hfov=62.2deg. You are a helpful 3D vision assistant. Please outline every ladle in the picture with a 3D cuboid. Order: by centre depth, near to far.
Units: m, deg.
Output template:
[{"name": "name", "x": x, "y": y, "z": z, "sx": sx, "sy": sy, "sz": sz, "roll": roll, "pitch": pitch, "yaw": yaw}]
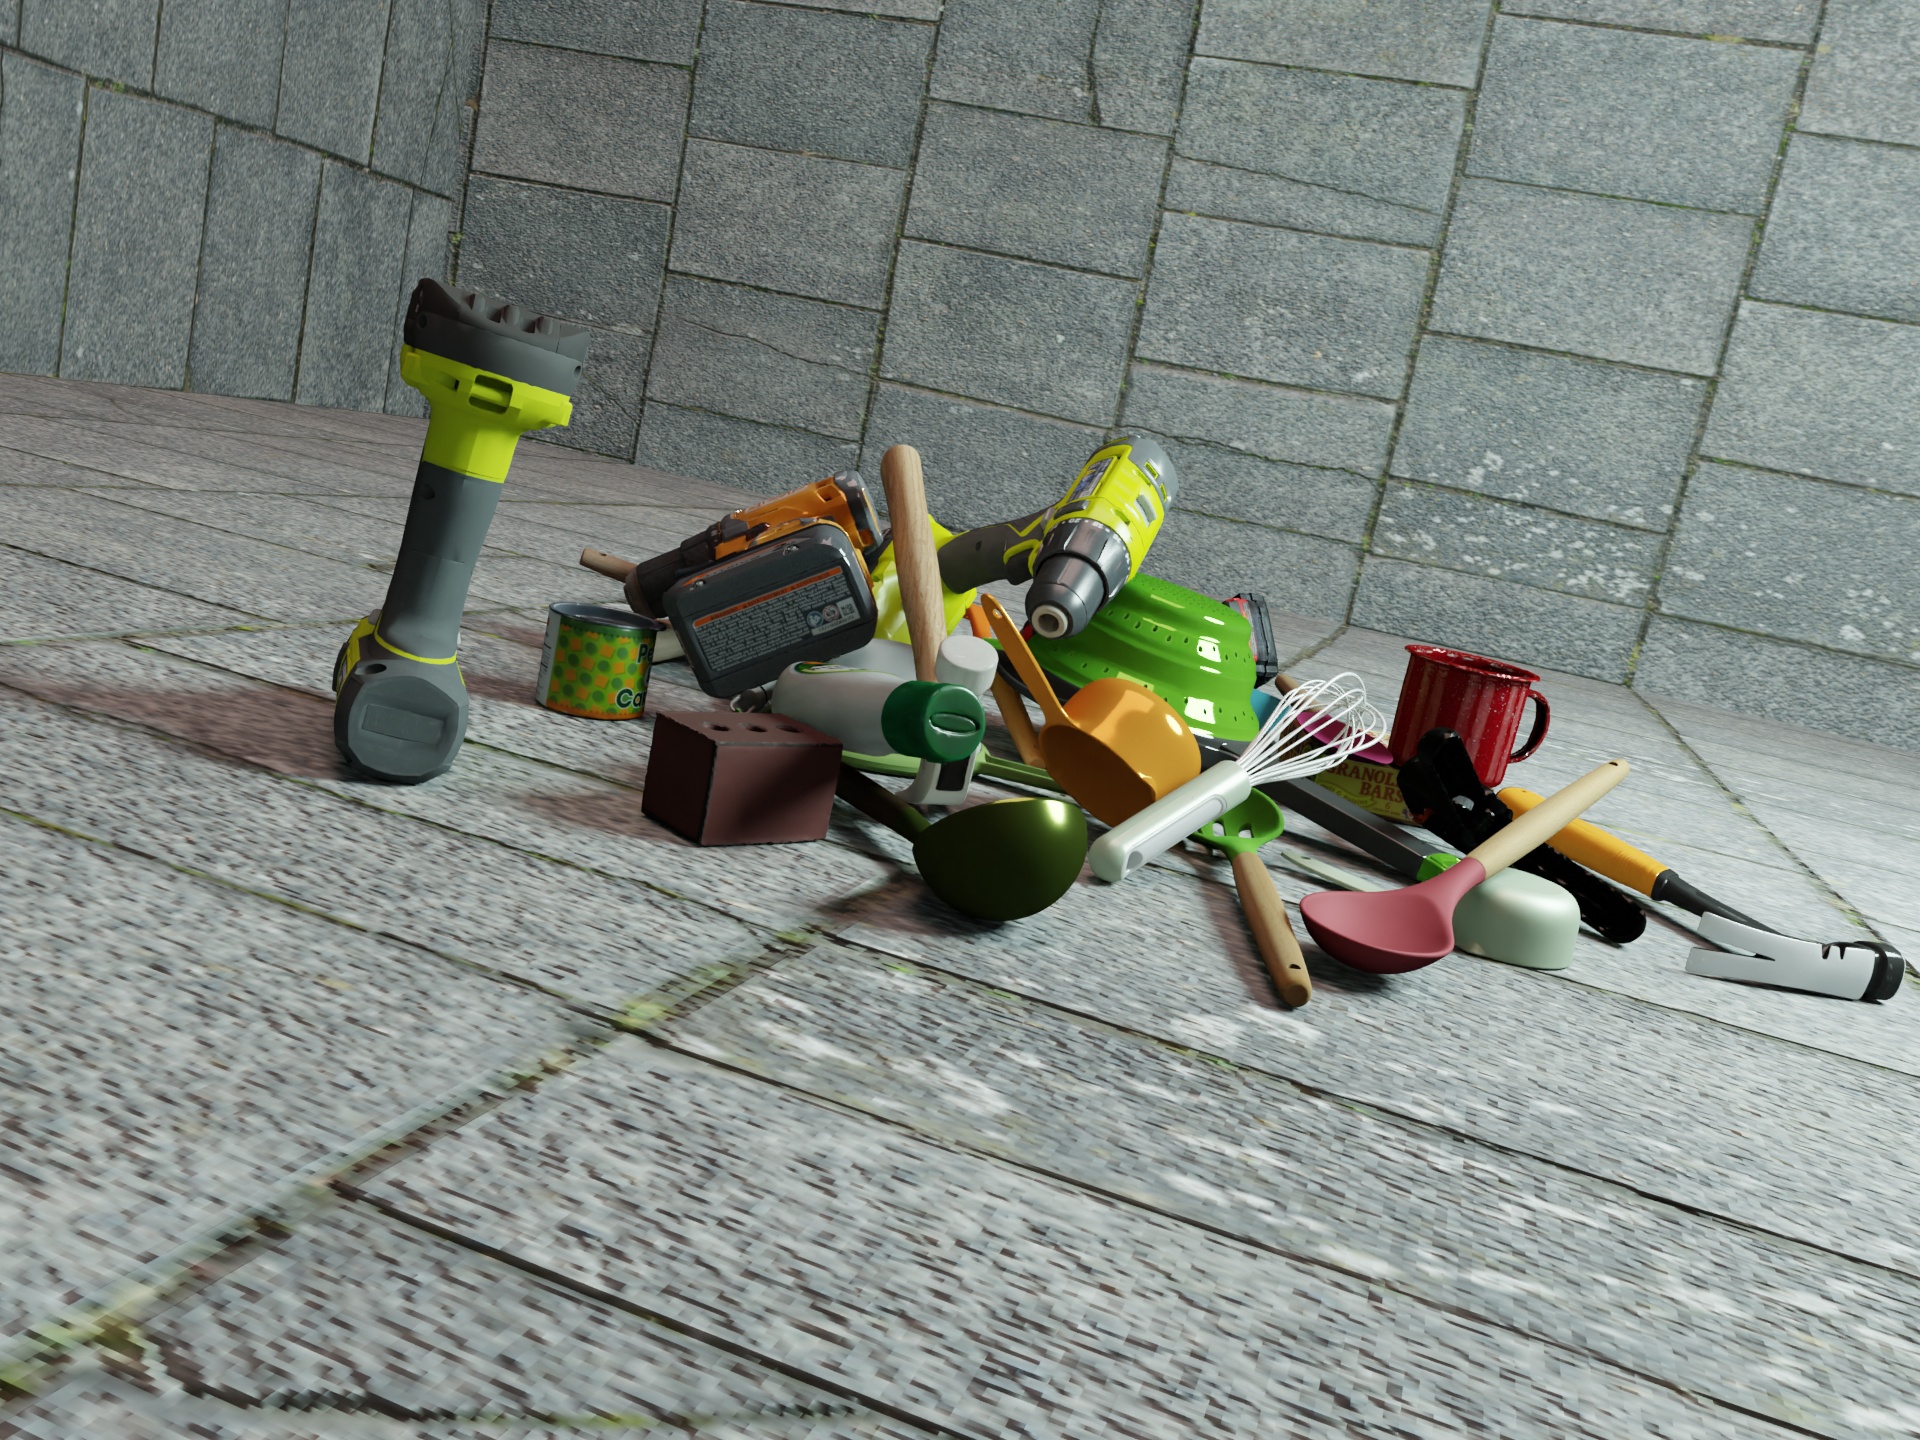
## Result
[{"name": "ladle", "x": -0.036, "y": 0.032, "z": 0.806, "sx": 0.078, "sy": 0.062, "sz": 0.320, "roll": 3, "pitch": 10, "yaw": -27}, {"name": "ladle", "x": 0.274, "y": 0.067, "z": 0.817, "sx": 0.069, "sy": 0.031, "sz": 0.315, "roll": 26, "pitch": 32, "yaw": 37}]

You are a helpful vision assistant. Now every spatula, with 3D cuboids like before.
[{"name": "spatula", "x": 0.019, "y": -0.037, "z": 1.173, "sx": 0.081, "sy": 0.041, "sz": 0.323, "roll": 19, "pitch": 22, "yaw": -19}, {"name": "spatula", "x": 0.193, "y": 0.014, "z": 1.185, "sx": 0.082, "sy": 0.044, "sz": 0.317, "roll": 20, "pitch": 13, "yaw": 11}]

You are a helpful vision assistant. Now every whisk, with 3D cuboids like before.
[{"name": "whisk", "x": 0.155, "y": 0.031, "z": 0.874, "sx": 0.059, "sy": 0.057, "sz": 0.246, "roll": 31, "pitch": 42, "yaw": 34}]

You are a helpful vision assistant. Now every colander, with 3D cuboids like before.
[{"name": "colander", "x": 0.186, "y": -0.012, "z": 1.039, "sx": 0.204, "sy": 0.094, "sz": 0.397, "roll": 6, "pitch": 19, "yaw": -47}]

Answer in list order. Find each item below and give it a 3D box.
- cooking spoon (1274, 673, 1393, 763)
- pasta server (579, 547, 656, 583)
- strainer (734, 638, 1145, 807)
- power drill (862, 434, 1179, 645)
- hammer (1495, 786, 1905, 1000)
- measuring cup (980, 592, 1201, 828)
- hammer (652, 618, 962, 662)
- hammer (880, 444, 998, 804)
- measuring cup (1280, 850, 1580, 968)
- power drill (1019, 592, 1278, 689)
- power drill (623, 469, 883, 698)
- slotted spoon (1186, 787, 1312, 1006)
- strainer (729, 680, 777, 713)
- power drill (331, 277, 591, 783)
[{"name": "cooking spoon", "x": 0.270, "y": -0.004, "z": 1.213, "sx": 0.069, "sy": 0.017, "sz": 0.319, "roll": 19, "pitch": 11, "yaw": -1}, {"name": "pasta server", "x": -0.127, "y": -0.073, "z": 1.184, "sx": 0.316, "sy": 0.040, "sz": 0.060, "roll": 20, "pitch": 19, "yaw": -16}, {"name": "strainer", "x": -0.002, "y": -0.003, "z": 0.990, "sx": 0.256, "sy": 0.069, "sz": 0.151, "roll": 14, "pitch": 10, "yaw": 21}, {"name": "power drill", "x": 0.024, "y": -0.098, "z": 1.073, "sx": 0.228, "sy": 0.080, "sz": 0.191, "roll": -16, "pitch": 29, "yaw": 36}, {"name": "hammer", "x": 0.430, "y": 0.098, "z": 1.020, "sx": 0.127, "sy": 0.034, "sz": 0.337, "roll": 10, "pitch": 10, "yaw": -12}, {"name": "measuring cup", "x": 0.072, "y": -0.015, "z": 0.885, "sx": 0.052, "sy": 0.173, "sz": 0.095, "roll": -44, "pitch": 24, "yaw": -23}, {"name": "hammer", "x": -0.160, "y": -0.072, "z": 1.289, "sx": 0.146, "sy": 0.038, "sz": 0.410, "roll": 15, "pitch": 11, "yaw": 28}, {"name": "hammer", "x": -0.023, "y": -0.071, "z": 0.947, "sx": 0.031, "sy": 0.130, "sz": 0.332, "roll": 4, "pitch": 36, "yaw": -11}, {"name": "measuring cup", "x": 0.252, "y": 0.087, "z": 0.864, "sx": 0.168, "sy": 0.038, "sz": 0.083, "roll": 21, "pitch": 14, "yaw": 34}, {"name": "power drill", "x": 0.151, "y": -0.060, "z": 1.375, "sx": 0.219, "sy": 0.079, "sz": 0.143, "roll": 2, "pitch": -20, "yaw": -27}, {"name": "power drill", "x": -0.141, "y": -0.090, "z": 1.041, "sx": 0.185, "sy": 0.084, "sz": 0.226, "roll": -20, "pitch": 21, "yaw": 3}, {"name": "slotted spoon", "x": 0.147, "y": 0.082, "z": 0.815, "sx": 0.070, "sy": 0.031, "sz": 0.314, "roll": 4, "pitch": 12, "yaw": 2}, {"name": "strainer", "x": -0.098, "y": -0.063, "z": 1.126, "sx": 0.087, "sy": 0.050, "sz": 0.258, "roll": 40, "pitch": 35, "yaw": -2}, {"name": "power drill", "x": -0.256, "y": -0.096, "z": 0.783, "sx": 0.080, "sy": 0.223, "sz": 0.171, "roll": 15, "pitch": 8, "yaw": -24}]
